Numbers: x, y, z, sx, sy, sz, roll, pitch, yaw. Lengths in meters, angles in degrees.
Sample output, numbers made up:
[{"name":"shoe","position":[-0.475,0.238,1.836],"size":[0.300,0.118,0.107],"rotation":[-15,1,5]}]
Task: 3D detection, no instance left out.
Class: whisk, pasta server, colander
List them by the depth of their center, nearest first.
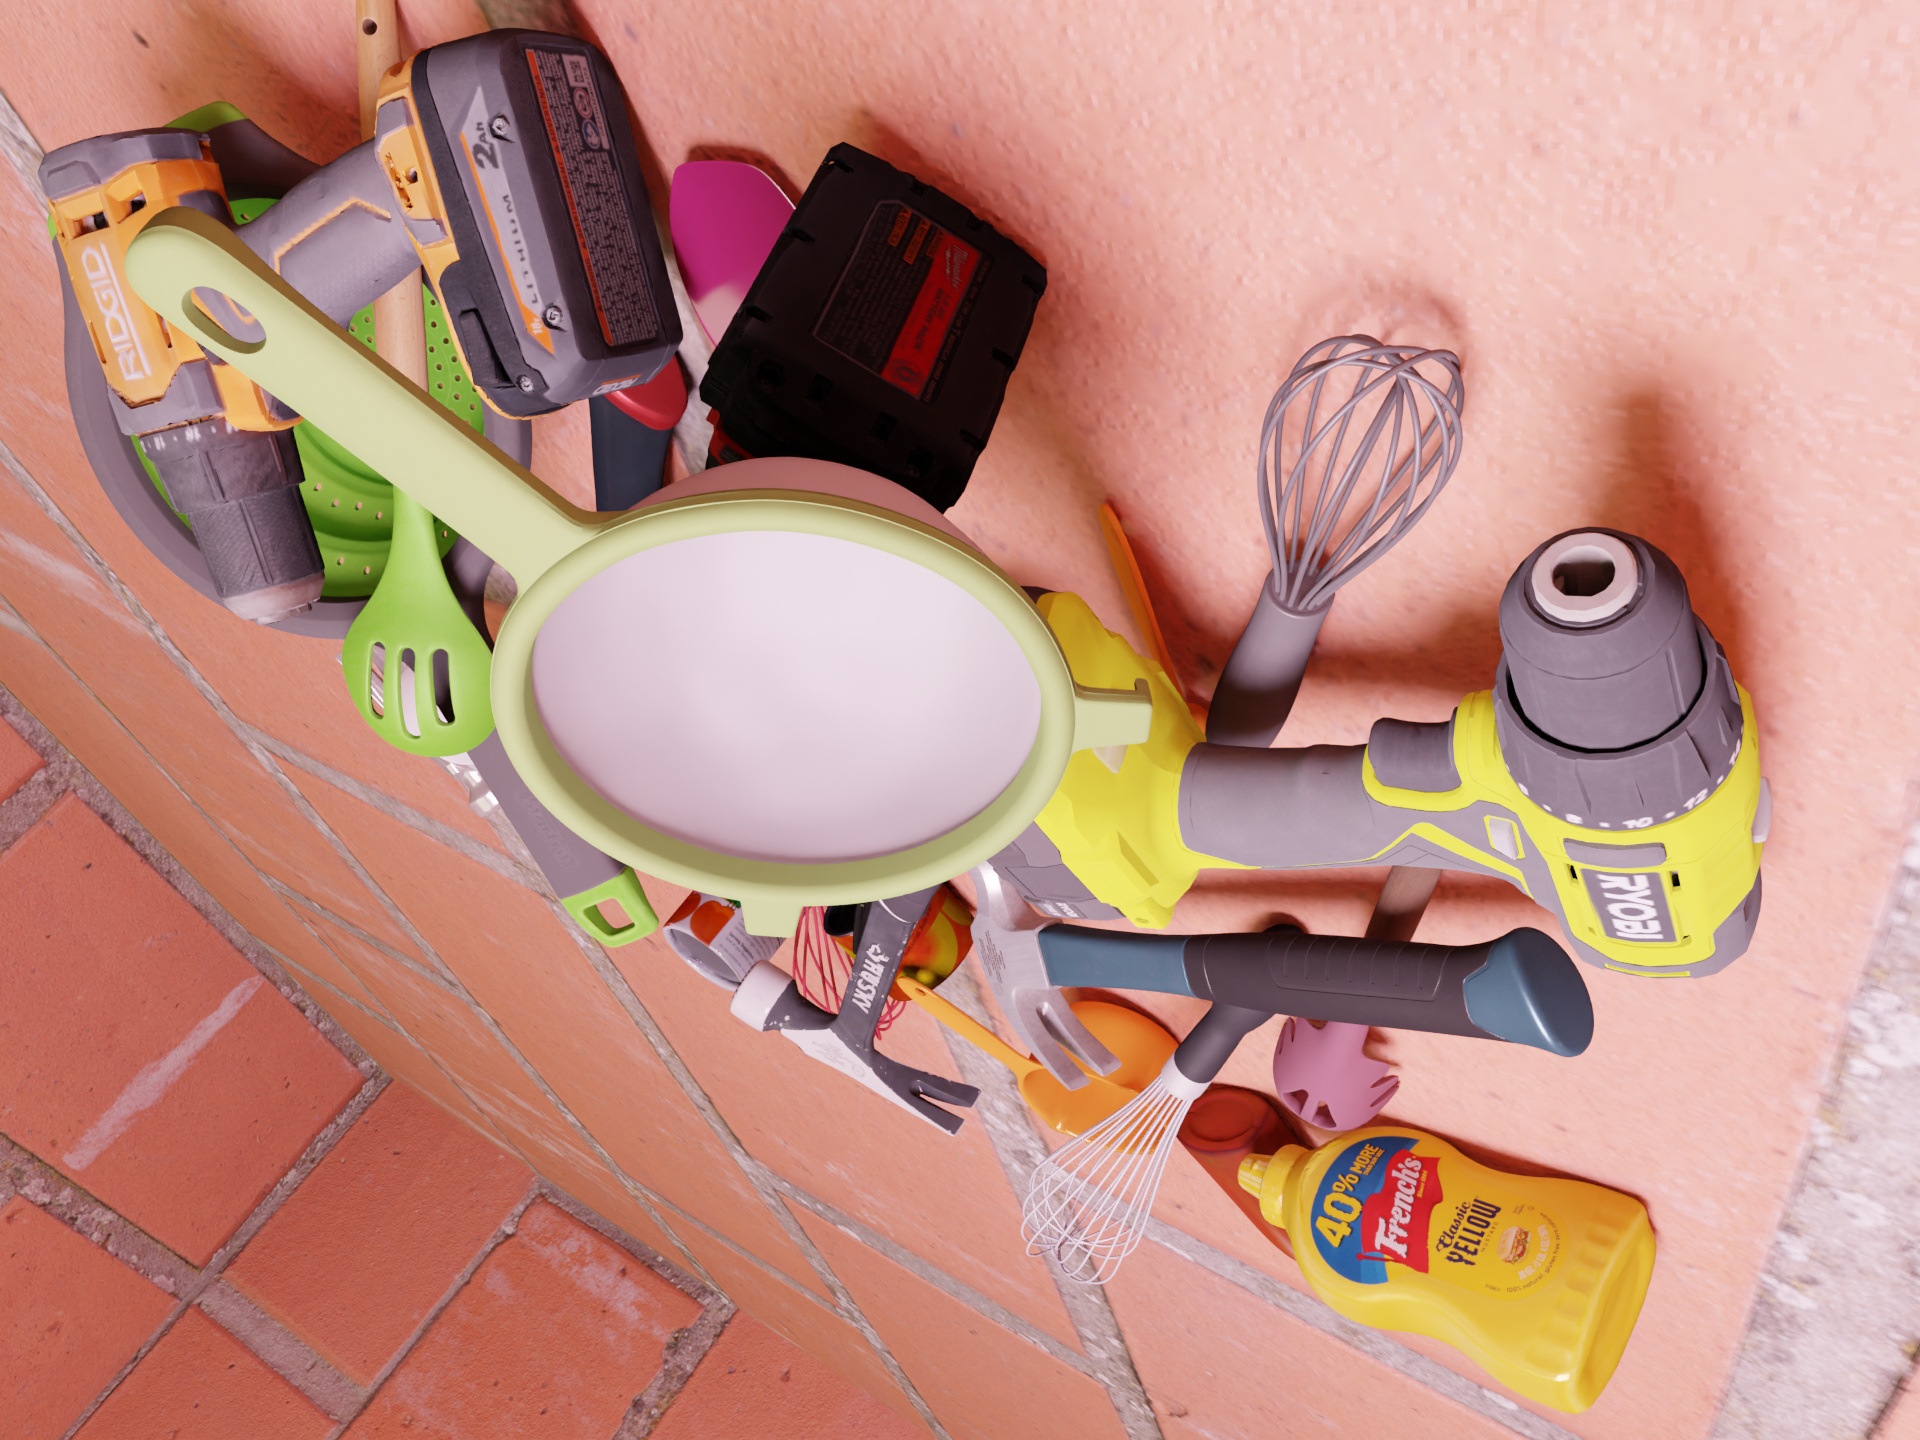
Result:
[{"name":"whisk","position":[0.107,-0.039,0.509],"size":[0.055,0.055,0.238],"rotation":[31,156,13]},{"name":"pasta server","position":[0.174,0.097,0.659],"size":[0.060,0.040,0.316],"rotation":[28,147,20]},{"name":"colander","position":[-0.238,-0.077,0.730],"size":[0.204,0.094,0.397],"rotation":[-22,107,18]},{"name":"whisk","position":[0.097,0.190,0.783],"size":[0.070,0.070,0.284],"rotation":[33,129,9]},{"name":"whisk","position":[-0.082,0.102,0.941],"size":[0.073,0.073,0.295],"rotation":[21,143,29]}]

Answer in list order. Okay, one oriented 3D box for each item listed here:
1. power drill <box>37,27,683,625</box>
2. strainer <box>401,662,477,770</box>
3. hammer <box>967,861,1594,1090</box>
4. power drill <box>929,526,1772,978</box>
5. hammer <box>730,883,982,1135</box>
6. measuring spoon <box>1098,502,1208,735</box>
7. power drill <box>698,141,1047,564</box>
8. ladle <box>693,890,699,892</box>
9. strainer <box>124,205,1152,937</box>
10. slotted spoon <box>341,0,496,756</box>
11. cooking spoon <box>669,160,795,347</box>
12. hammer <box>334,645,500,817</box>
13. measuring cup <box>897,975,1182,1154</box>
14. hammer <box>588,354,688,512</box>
[{"name":"power drill","position":[-0.218,-0.136,0.578],"size":[0.226,0.084,0.185],"rotation":[-7,106,23]},{"name":"strainer","position":[-0.233,0.022,0.859],"size":[0.258,0.050,0.086],"rotation":[26,133,24]},{"name":"hammer","position":[0.110,0.103,0.666],"size":[0.331,0.033,0.128],"rotation":[-7,99,55]},{"name":"power drill","position":[0.111,0.010,0.469],"size":[0.228,0.080,0.190],"rotation":[1,153,30]},{"name":"hammer","position":[-0.027,0.093,0.744],"size":[0.149,0.036,0.408],"rotation":[31,148,7]},{"name":"measuring spoon","position":[0.074,-0.035,0.592],"size":[0.116,0.011,0.021],"rotation":[63,176,-35]},{"name":"power drill","position":[-0.063,-0.077,0.541],"size":[0.078,0.143,0.219],"rotation":[29,142,-13]},{"name":"ladle","position":[-0.126,0.003,0.854],"size":[0.031,0.069,0.315],"rotation":[17,144,5]},{"name":"strainer","position":[-0.080,-0.047,0.405],"size":[0.151,0.069,0.256],"rotation":[-31,126,29]},{"name":"slotted spoon","position":[-0.225,-0.124,0.641],"size":[0.070,0.031,0.313],"rotation":[5,112,2]},{"name":"cooking spoon","position":[-0.043,-0.084,0.649],"size":[0.069,0.017,0.318],"rotation":[11,143,28]},{"name":"hammer","position":[-0.265,-0.026,0.912],"size":[0.146,0.038,0.410],"rotation":[50,152,-13]},{"name":"measuring cup","position":[0.047,0.170,0.870],"size":[0.173,0.052,0.095],"rotation":[35,145,-7]},{"name":"hammer","position":[-0.178,-0.073,0.808],"size":[0.143,0.038,0.386],"rotation":[35,153,9]}]
